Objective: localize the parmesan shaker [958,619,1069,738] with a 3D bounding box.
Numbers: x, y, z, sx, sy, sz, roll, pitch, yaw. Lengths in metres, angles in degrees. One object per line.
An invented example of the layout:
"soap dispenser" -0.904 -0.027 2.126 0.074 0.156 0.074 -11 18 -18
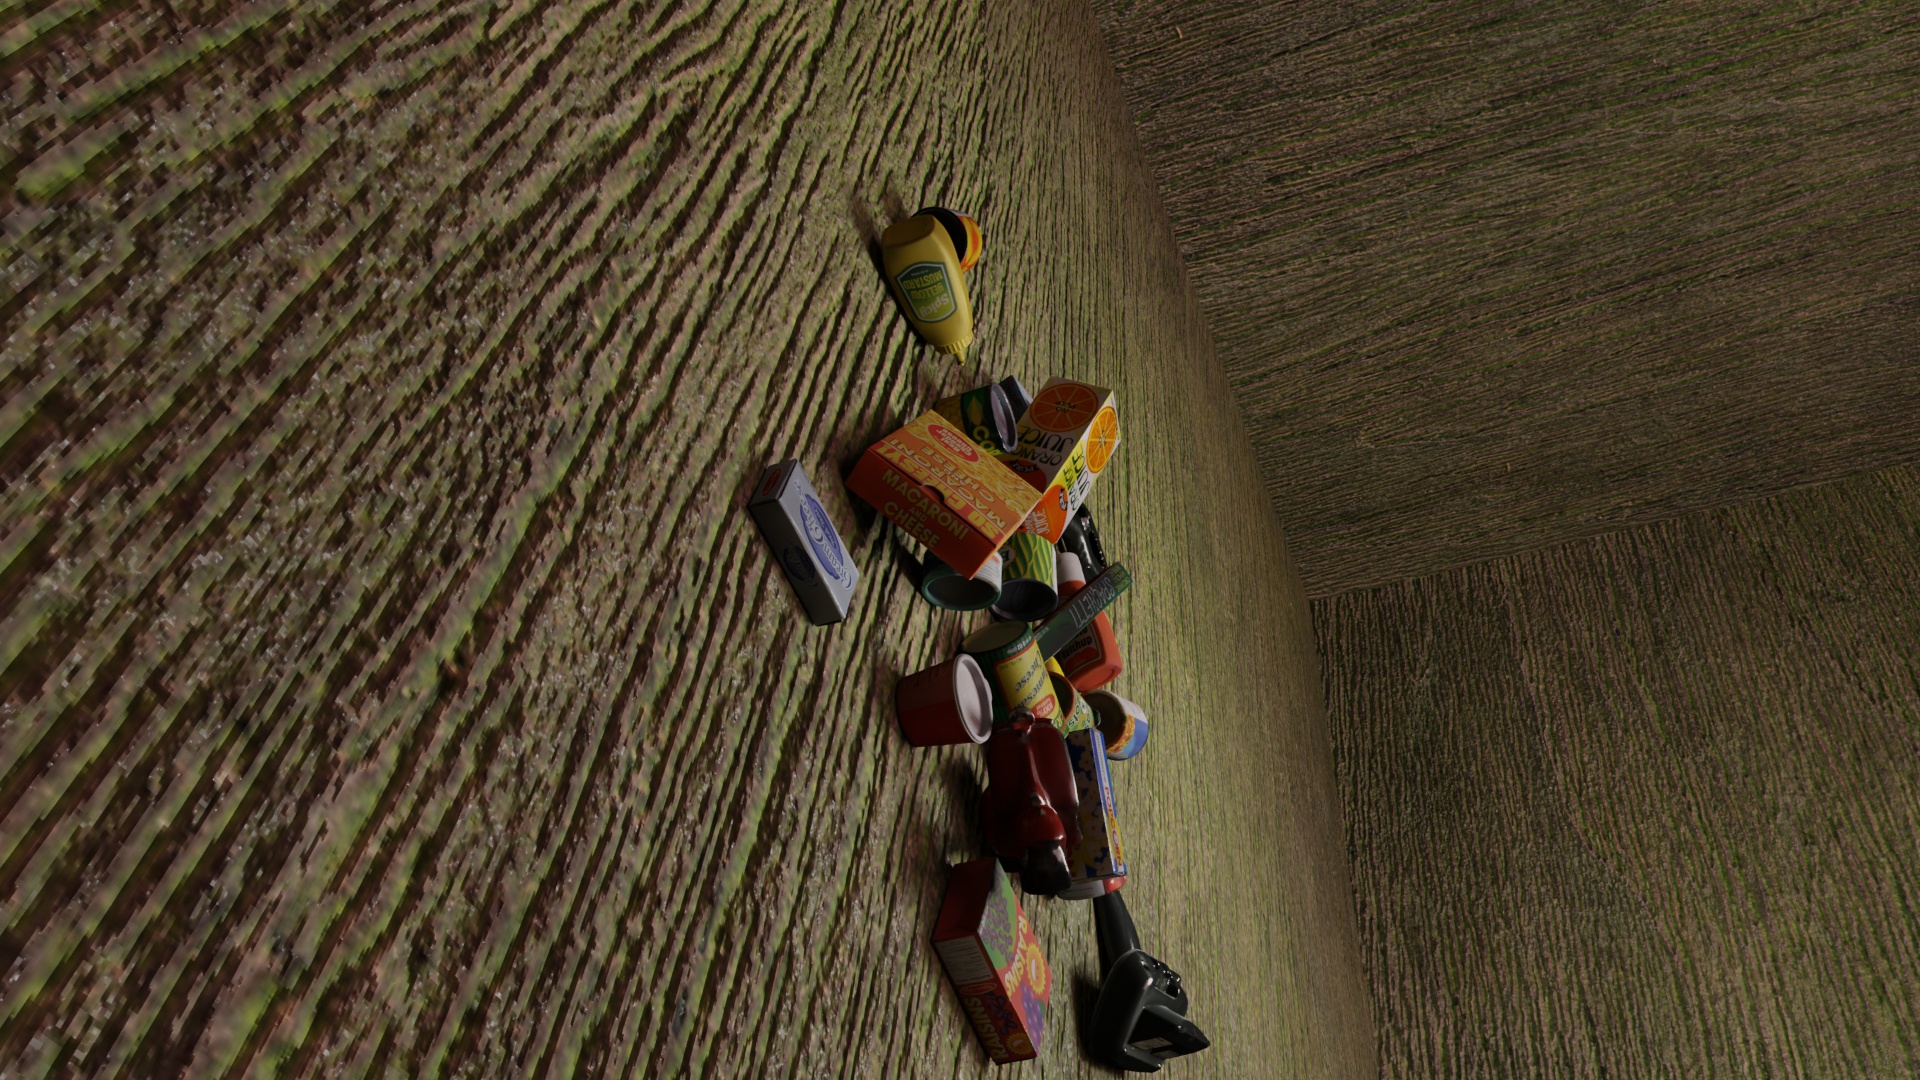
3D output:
"parmesan shaker" 0.044 0.129 1.190 0.071 0.071 0.103 -58 129 -65

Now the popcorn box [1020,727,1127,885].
"popcorn box" 0.089 0.233 1.205 0.038 0.085 0.127 31 48 -63

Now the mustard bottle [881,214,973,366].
"mustard bottle" -0.021 -0.221 1.280 0.049 0.065 0.159 -91 161 -47

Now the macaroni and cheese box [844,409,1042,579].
"macaroni and cheese box" -0.009 -0.042 1.113 0.124 0.040 0.167 37 21 3

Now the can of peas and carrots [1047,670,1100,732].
"can of peas and carrots" 0.086 0.160 1.273 0.058 0.071 0.071 52 29 -49

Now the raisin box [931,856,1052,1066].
"raisin box" 0.025 0.313 1.035 0.086 0.040 0.123 -69 138 -62

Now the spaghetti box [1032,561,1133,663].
"spaghetti box" 0.101 0.078 1.333 0.028 0.050 0.251 53 31 3

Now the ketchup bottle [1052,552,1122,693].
"ketchup bottle" 0.124 0.083 1.462 0.043 0.064 0.149 24 41 -42

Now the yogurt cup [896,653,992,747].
"yogurt cup" -0.013 0.124 1.046 0.072 0.054 0.072 -16 91 -71

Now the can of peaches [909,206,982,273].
"can of peaches" -0.018 -0.284 1.334 0.058 0.071 0.071 -36 110 -71

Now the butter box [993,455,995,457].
"butter box" 0.048 -0.079 1.422 0.103 0.024 0.053 30 47 -64

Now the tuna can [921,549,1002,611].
"tuna can" 0.000 0.030 1.141 0.071 0.071 0.033 51 35 -50

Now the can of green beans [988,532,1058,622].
"can of green beans" 0.057 0.034 1.297 0.071 0.071 0.058 56 25 -44

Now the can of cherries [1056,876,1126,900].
"can of cherries" 0.114 0.287 1.259 0.071 0.071 0.058 -10 85 -71

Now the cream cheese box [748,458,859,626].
"cream cheese box" -0.103 0.001 0.932 0.054 0.024 0.103 -75 145 -55

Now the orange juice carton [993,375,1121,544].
"orange juice carton" 0.081 -0.067 1.355 0.193 0.073 0.071 -56 147 -30

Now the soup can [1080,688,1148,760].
"soup can" 0.152 0.195 1.448 0.083 0.071 0.071 32 46 -63

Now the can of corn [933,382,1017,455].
"can of corn" 0.014 -0.106 1.295 0.071 0.058 0.071 -16 91 -72

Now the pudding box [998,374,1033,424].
"pudding box" 0.064 -0.132 1.458 0.049 0.030 0.084 48 14 -35
